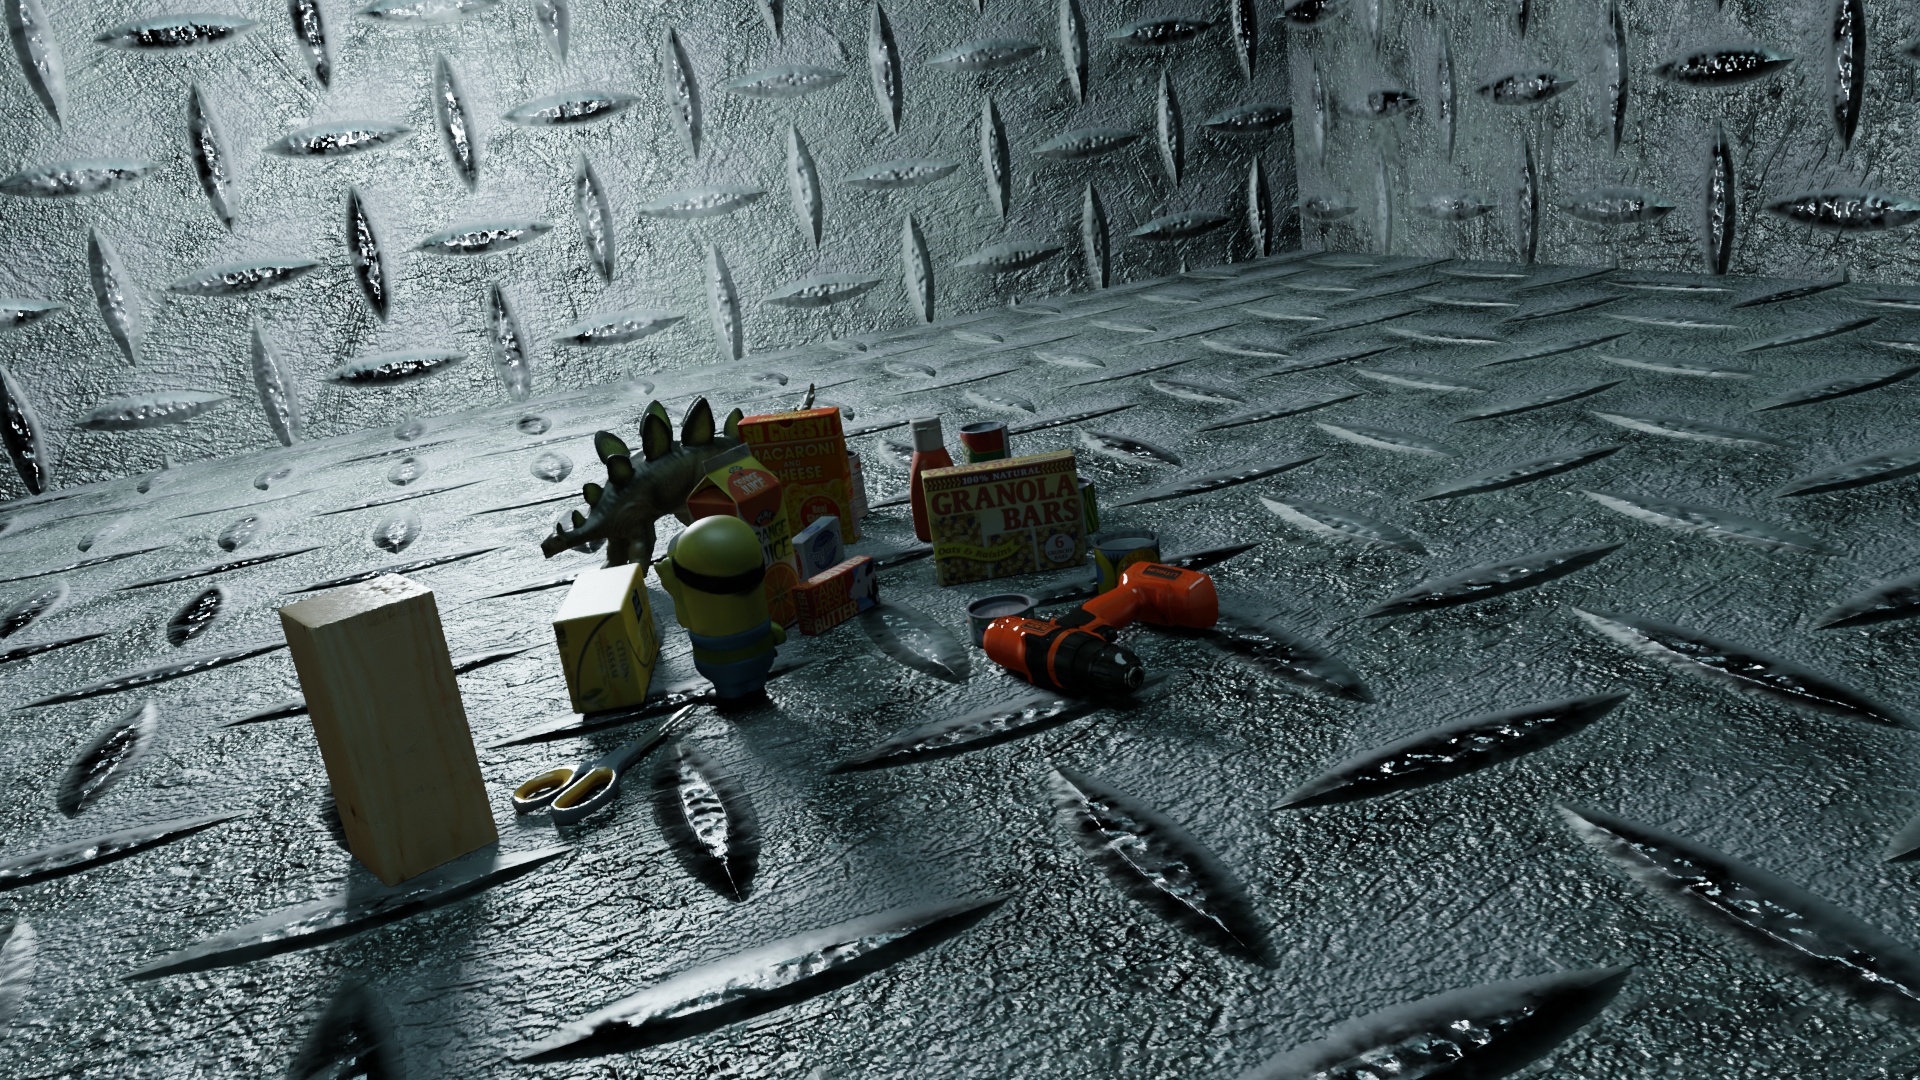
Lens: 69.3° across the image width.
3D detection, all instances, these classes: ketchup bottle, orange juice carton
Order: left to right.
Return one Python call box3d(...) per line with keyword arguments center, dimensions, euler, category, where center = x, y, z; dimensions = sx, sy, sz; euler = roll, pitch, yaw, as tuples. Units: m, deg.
box3d(center=(-0.224, 0.001, 1.432), dimensions=(0.073, 0.192, 0.072), euler=(3, 20, 34), category="orange juice carton")
box3d(center=(-0.032, -0.075, 1.664), dimensions=(0.065, 0.148, 0.044), euler=(-5, 17, 13), category="ketchup bottle")

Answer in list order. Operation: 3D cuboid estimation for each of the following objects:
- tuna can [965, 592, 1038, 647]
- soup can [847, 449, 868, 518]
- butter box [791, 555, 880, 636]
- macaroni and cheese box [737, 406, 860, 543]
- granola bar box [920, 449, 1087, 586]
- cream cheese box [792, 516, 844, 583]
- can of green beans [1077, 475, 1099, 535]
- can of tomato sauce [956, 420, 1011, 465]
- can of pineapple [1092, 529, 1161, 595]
box3d(center=(0.042, 0.077, 1.329), dimensions=(0.071, 0.032, 0.071), euler=(-8, 17, 2), category="tuna can")
box3d(center=(-0.162, -0.071, 1.829), dimensions=(0.071, 0.083, 0.071), euler=(-8, 16, 2), category="soup can")
box3d(center=(-0.128, 0.056, 1.443), dimensions=(0.024, 0.053, 0.104), euler=(5, 21, 39), category="butter box")
box3d(center=(-0.198, -0.074, 1.712), dimensions=(0.124, 0.166, 0.040), euler=(-6, 16, 9), category="macaroni and cheese box")
box3d(center=(0.048, -0.025, 1.502), dimensions=(0.166, 0.123, 0.039), euler=(-9, 16, -1), category="granola bar box")
box3d(center=(-0.167, 0.012, 1.609), dimensions=(0.024, 0.053, 0.104), euler=(-3, 18, 20), category="cream cheese box")
box3d(center=(0.127, -0.039, 1.627), dimensions=(0.071, 0.057, 0.071), euler=(-8, 16, 2), category="can of green beans")
box3d(center=(0.034, -0.114, 1.876), dimensions=(0.071, 0.082, 0.071), euler=(-8, 16, 2), category="can of tomato sauce")
box3d(center=(0.169, 0.026, 1.391), dimensions=(0.071, 0.057, 0.071), euler=(-8, 16, 2), category="can of pineapple")
